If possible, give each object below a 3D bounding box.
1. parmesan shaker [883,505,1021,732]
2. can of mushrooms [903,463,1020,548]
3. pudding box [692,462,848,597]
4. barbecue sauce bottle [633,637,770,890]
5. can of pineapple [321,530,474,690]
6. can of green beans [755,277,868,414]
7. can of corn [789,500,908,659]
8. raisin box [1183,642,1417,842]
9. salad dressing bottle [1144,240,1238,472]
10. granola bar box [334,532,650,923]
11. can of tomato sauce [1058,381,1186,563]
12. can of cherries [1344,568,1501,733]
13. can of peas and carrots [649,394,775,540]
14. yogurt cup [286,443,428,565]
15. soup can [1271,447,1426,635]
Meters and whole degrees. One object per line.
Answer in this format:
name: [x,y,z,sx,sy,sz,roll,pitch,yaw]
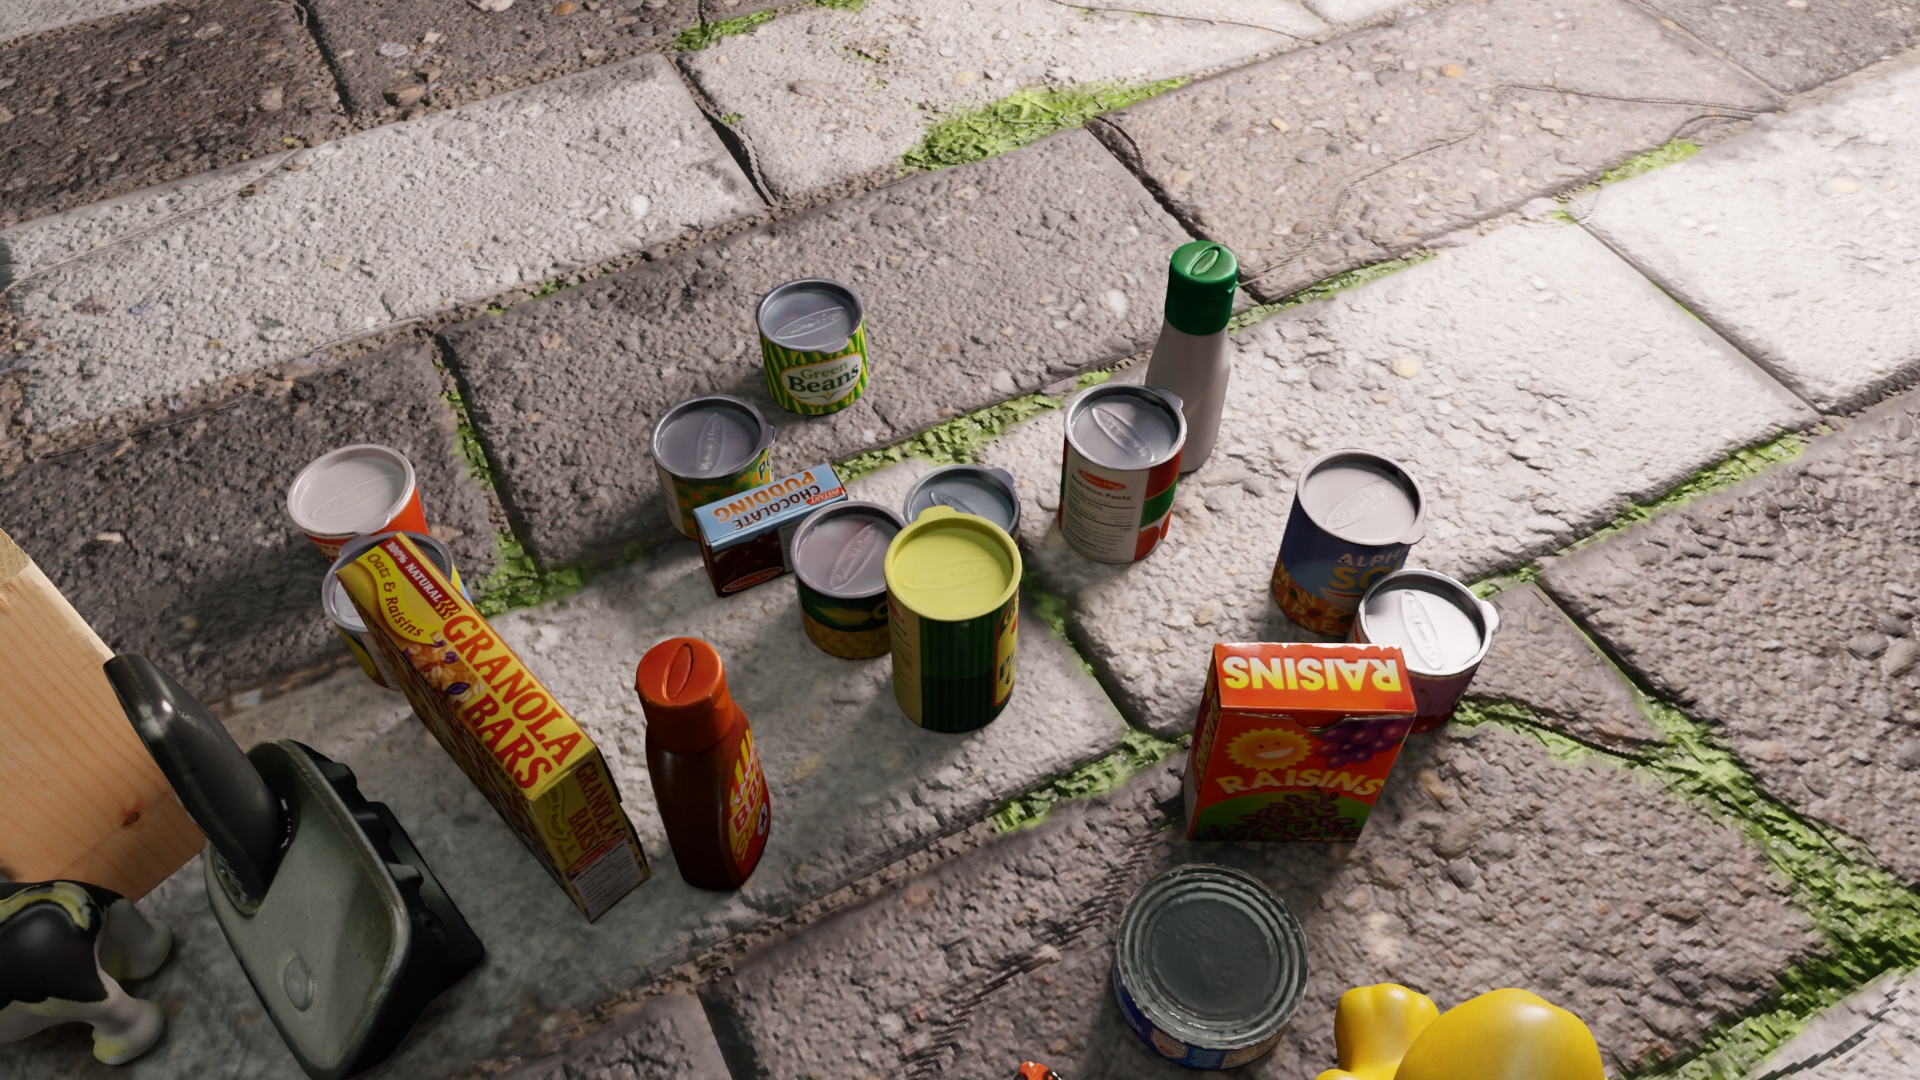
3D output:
parmesan shaker: [-0.004,0.041,0.706,0.071,0.102,0.072,0,51,0]
can of mushrooms: [0.003,-0.010,0.792,0.071,0.033,0.071,0,51,0]
pudding box: [-0.104,-0.006,0.779,0.084,0.049,0.030,-21,54,-16]
barbecue sauce bottle: [-0.117,0.100,0.630,0.044,0.147,0.065,6,51,5]
can of pineapple: [-0.297,0.037,0.740,0.071,0.057,0.071,0,51,0]
can of green beans: [-0.092,-0.121,0.867,0.071,0.057,0.071,0,51,0]
can of corn: [-0.054,0.023,0.750,0.071,0.058,0.071,0,51,0]
raisin box: [0.153,0.097,0.647,0.086,0.122,0.040,1,51,1]
salad dressing bottle: [0.131,-0.103,0.794,0.044,0.146,0.064,30,57,22]
granola bar box: [-0.219,0.088,0.656,0.039,0.123,0.166,-37,59,-26]
can of tomato sauce: [0.090,-0.038,0.783,0.071,0.082,0.071,0,51,0]
can of cherries: [0.236,0.058,0.720,0.071,0.058,0.072,0,51,0]
can of peas and carrots: [-0.139,-0.041,0.802,0.071,0.058,0.071,0,51,0]
yogurt cup: [-0.336,-0.013,0.783,0.072,0.053,0.073,0,51,0]
soup can: [0.209,0.004,0.748,0.071,0.083,0.072,0,51,0]
